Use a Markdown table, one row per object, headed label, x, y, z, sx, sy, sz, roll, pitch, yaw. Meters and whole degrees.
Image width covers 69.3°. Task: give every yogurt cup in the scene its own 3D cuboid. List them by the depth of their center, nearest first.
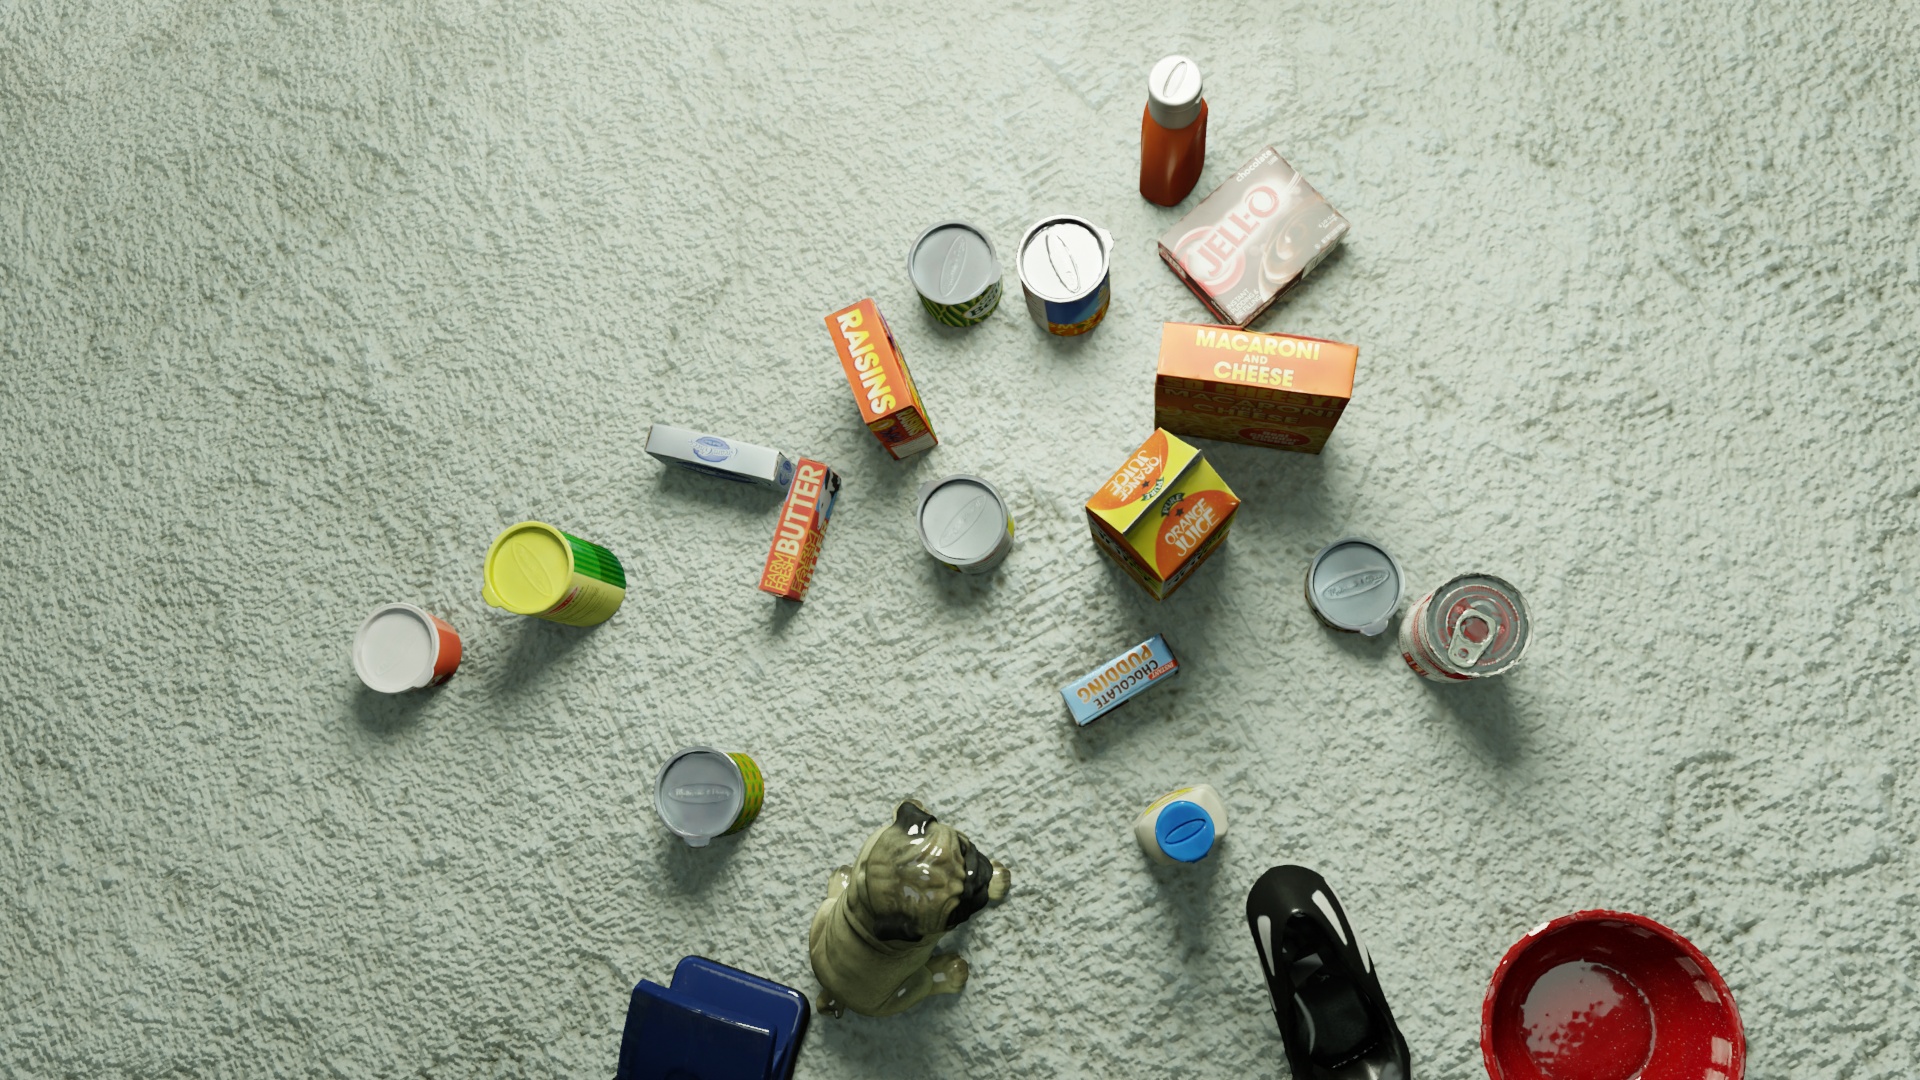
| label | x | y | z | sx | sy | sz | roll | pitch | yaw |
| --- | --- | --- | --- | --- | --- | --- | --- | --- | --- |
| yogurt cup | -0.416 | 0.083 | 1.053 | 0.072 | 0.054 | 0.072 | -1 | 81 | 7 |

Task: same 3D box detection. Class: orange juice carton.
| label | x | y | z | sx | sy | sz | roll | pitch | yaw |
| --- | --- | --- | --- | --- | --- | --- | --- | --- | --- |
| orange juice carton | 0.134 | -0.015 | 0.928 | 0.072 | 0.192 | 0.073 | -45 | 79 | -1 |

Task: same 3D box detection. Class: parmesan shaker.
| label | x | y | z | sx | sy | sz | roll | pitch | yaw |
| --- | --- | --- | --- | --- | --- | --- | --- | --- | --- |
| parmesan shaker | -0.298 | 0.028 | 1.022 | 0.071 | 0.103 | 0.071 | -1 | 81 | 7 |

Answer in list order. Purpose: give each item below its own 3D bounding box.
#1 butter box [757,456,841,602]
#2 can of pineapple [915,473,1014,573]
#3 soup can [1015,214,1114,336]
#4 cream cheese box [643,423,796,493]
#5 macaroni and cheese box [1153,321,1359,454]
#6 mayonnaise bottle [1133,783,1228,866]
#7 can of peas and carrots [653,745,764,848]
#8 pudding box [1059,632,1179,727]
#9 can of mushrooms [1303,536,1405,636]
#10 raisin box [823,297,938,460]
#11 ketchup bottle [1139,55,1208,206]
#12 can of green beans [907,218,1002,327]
| label | x | y | z | sx | sy | sz | roll | pitch | yaw |
| --- | --- | --- | --- | --- | --- | --- | --- | --- | --- |
| butter box | -0.118 | -0.006 | 1.030 | 0.024 | 0.053 | 0.103 | 16 | 83 | 10 |
| can of pineapple | 0.004 | -0.013 | 1.013 | 0.071 | 0.058 | 0.071 | -1 | 81 | 7 |
| soup can | 0.080 | -0.194 | 1.021 | 0.071 | 0.083 | 0.071 | -1 | 81 | 7 |
| cream cheese box | -0.180 | -0.062 | 1.047 | 0.104 | 0.053 | 0.024 | 13 | 83 | 9 |
| macaroni and cheese box | 0.196 | -0.102 | 0.949 | 0.124 | 0.166 | 0.040 | 9 | 82 | 9 |
| mayonnaise bottle | 0.146 | 0.188 | 0.916 | 0.065 | 0.148 | 0.041 | -29 | 79 | 2 |
| can of peas and carrots | -0.180 | 0.184 | 1.003 | 0.071 | 0.058 | 0.071 | -1 | 81 | 7 |
| pudding box | 0.113 | 0.100 | 0.985 | 0.084 | 0.049 | 0.030 | -30 | 79 | 2 |
| can of mushrooms | 0.279 | 0.034 | 0.983 | 0.071 | 0.033 | 0.071 | -1 | 81 | 7 |
| raisin box | -0.055 | -0.114 | 1.004 | 0.040 | 0.123 | 0.086 | -22 | 79 | 4 |
| ketchup bottle | 0.153 | -0.295 | 0.995 | 0.043 | 0.148 | 0.065 | 26 | 85 | 11 |
| can of green beans | -0.003 | -0.200 | 1.046 | 0.071 | 0.057 | 0.071 | -1 | 81 | 7 |
